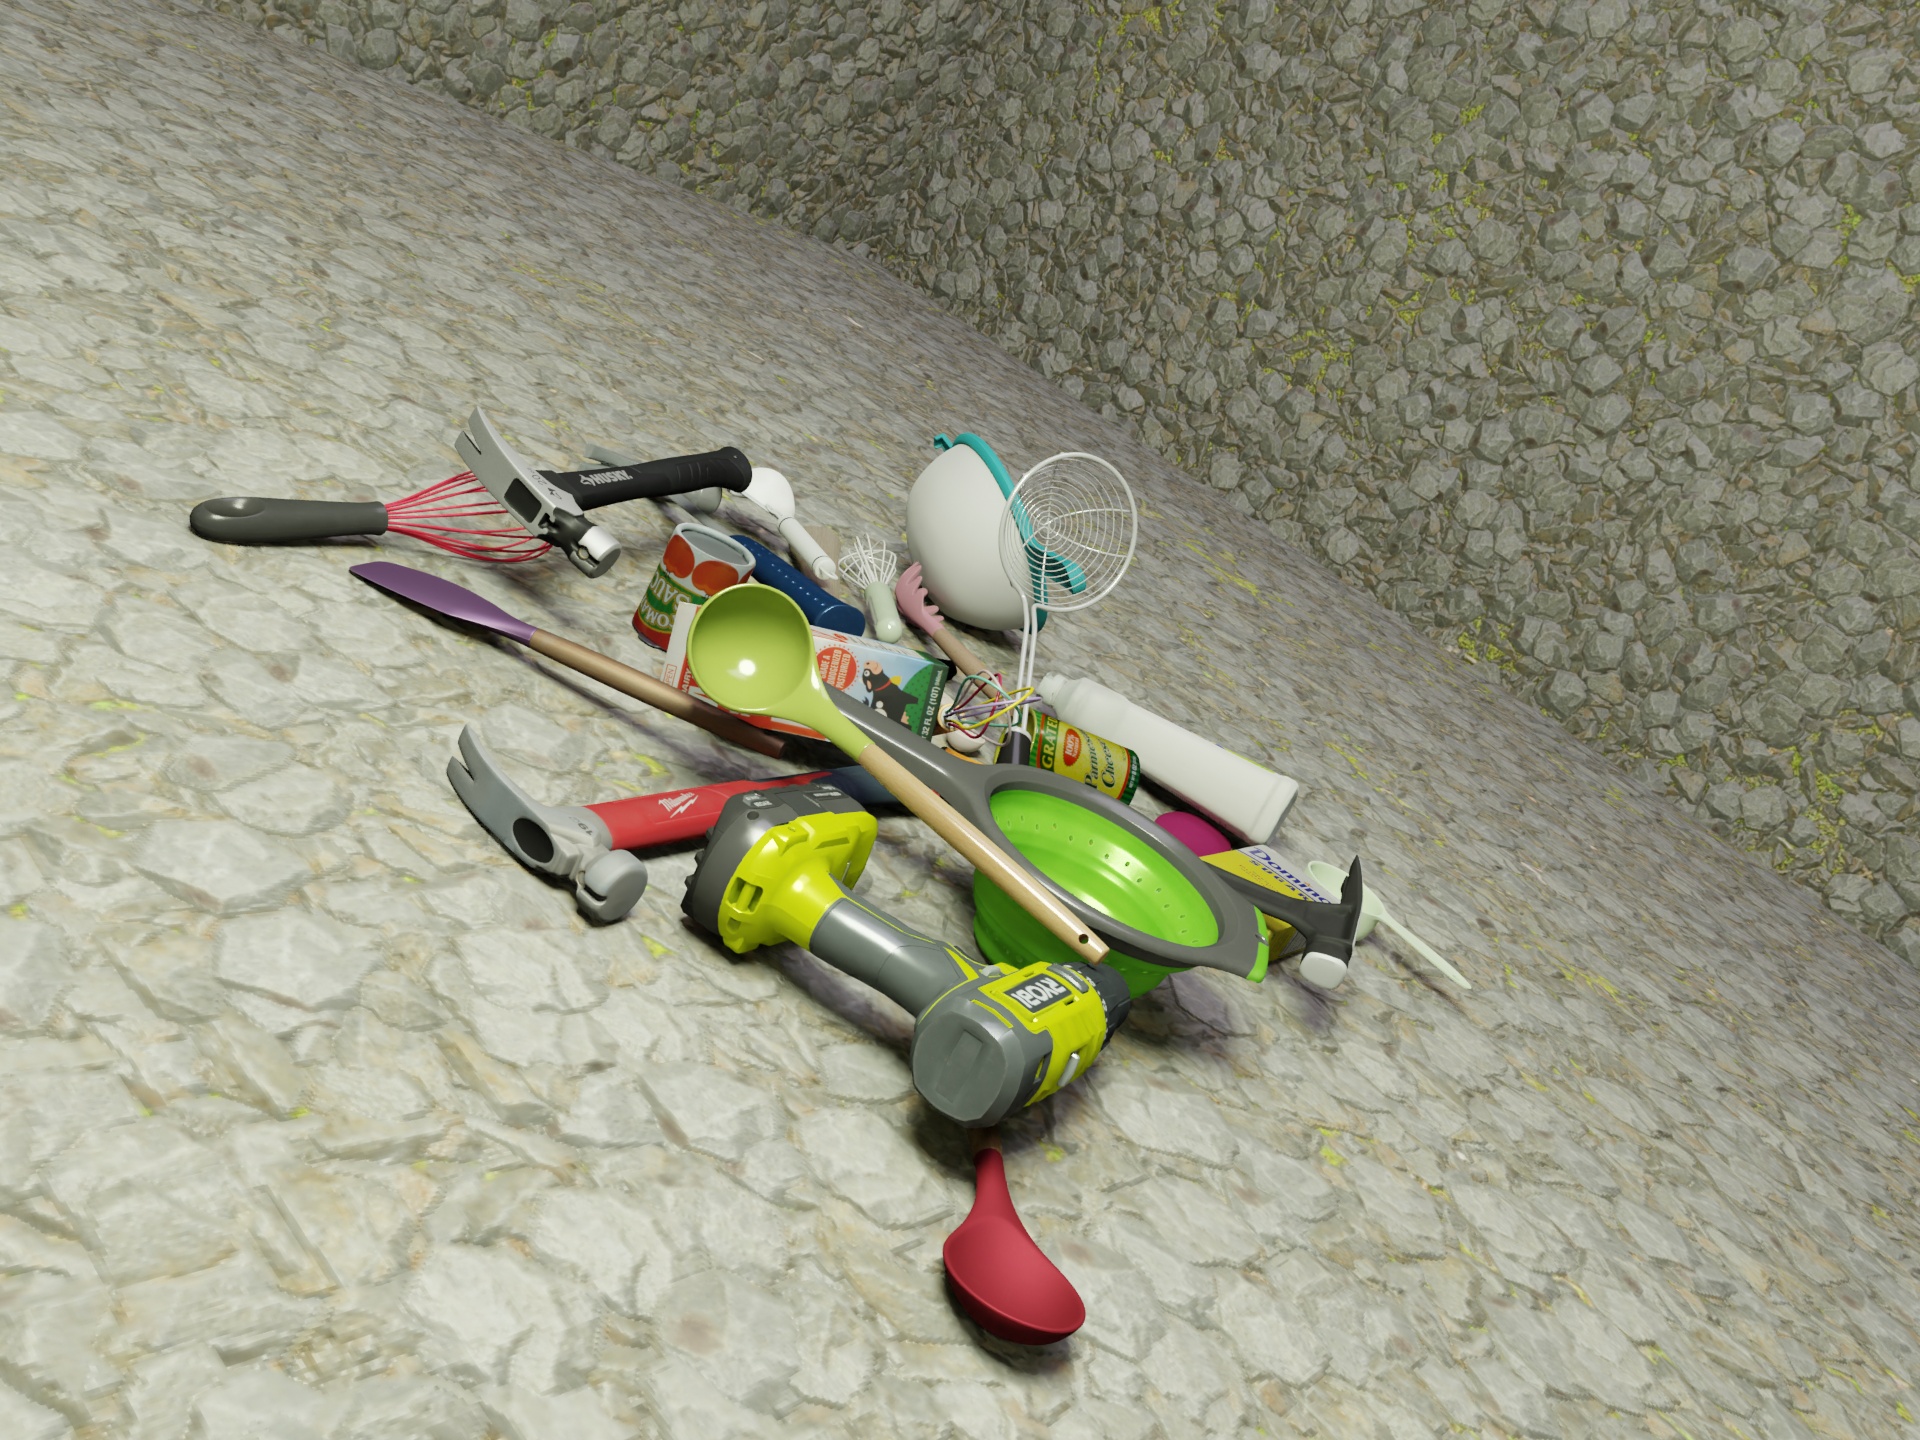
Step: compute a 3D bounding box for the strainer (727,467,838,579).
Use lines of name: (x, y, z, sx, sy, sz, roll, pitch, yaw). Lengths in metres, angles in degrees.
strainer: (-0.156, -0.179, 1.434, 0.086, 0.050, 0.259, 32, 11, -37)

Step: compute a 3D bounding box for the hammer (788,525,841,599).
hammer: (-0.114, -0.099, 1.362, 0.146, 0.038, 0.411, 12, 20, -7)

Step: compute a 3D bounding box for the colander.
colander: (0.004, 0.082, 1.028, 0.397, 0.094, 0.204, 30, 19, 1)

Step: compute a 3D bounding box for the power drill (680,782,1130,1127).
power drill: (-0.021, 0.124, 0.878, 0.229, 0.080, 0.190, 31, 16, 22)

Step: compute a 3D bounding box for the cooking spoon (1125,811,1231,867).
cooking spoon: (0.157, 0.110, 1.288, 0.069, 0.017, 0.319, 34, 20, 18)

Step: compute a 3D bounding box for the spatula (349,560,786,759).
spatula: (-0.255, -0.044, 1.040, 0.316, 0.018, 0.060, 24, 17, 10)

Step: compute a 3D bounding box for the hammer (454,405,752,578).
hammer: (-0.249, -0.188, 1.223, 0.146, 0.035, 0.335, 41, 21, 5)

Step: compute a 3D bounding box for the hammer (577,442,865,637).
hammer: (-0.195, -0.150, 1.321, 0.144, 0.035, 0.406, 13, 16, -37)

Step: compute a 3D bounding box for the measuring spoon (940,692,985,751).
measuring spoon: (-0.008, 0.000, 1.342, 0.034, 0.018, 0.124, 22, 14, -20)

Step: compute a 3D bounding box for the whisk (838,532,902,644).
whisk: (-0.079, -0.120, 1.470, 0.059, 0.057, 0.247, -11, 24, -4)

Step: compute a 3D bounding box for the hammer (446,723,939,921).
hammer: (-0.139, 0.043, 1.010, 0.143, 0.038, 0.386, 37, 21, 24)

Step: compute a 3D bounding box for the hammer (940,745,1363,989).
hammer: (0.135, 0.090, 1.186, 0.337, 0.034, 0.127, 22, 36, 8)

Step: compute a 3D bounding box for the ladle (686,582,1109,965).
ladle: (-0.038, 0.031, 0.923, 0.320, 0.078, 0.062, 40, -10, 20)

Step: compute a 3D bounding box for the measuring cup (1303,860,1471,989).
measuring cup: (0.356, 0.185, 1.357, 0.168, 0.038, 0.083, 40, 22, 21)

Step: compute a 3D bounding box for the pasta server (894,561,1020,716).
pasta server: (-0.002, -0.070, 1.418, 0.060, 0.040, 0.316, 66, -9, -28)

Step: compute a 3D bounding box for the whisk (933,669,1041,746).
whisk: (-0.004, -0.003, 1.162, 0.051, 0.047, 0.245, 30, -12, -13)

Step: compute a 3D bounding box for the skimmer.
skimmer: (0.069, -0.047, 1.200, 0.127, 0.090, 0.364, 34, 46, -29)

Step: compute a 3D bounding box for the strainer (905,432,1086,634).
strainer: (0.020, -0.153, 1.517, 0.095, 0.210, 0.341, -21, 21, -11)

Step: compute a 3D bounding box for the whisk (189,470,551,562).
whisk: (-0.385, -0.140, 1.097, 0.073, 0.073, 0.295, 40, 28, 26)

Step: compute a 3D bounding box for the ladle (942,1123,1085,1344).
ladle: (0.010, 0.210, 0.825, 0.069, 0.031, 0.316, 22, 19, -15)
